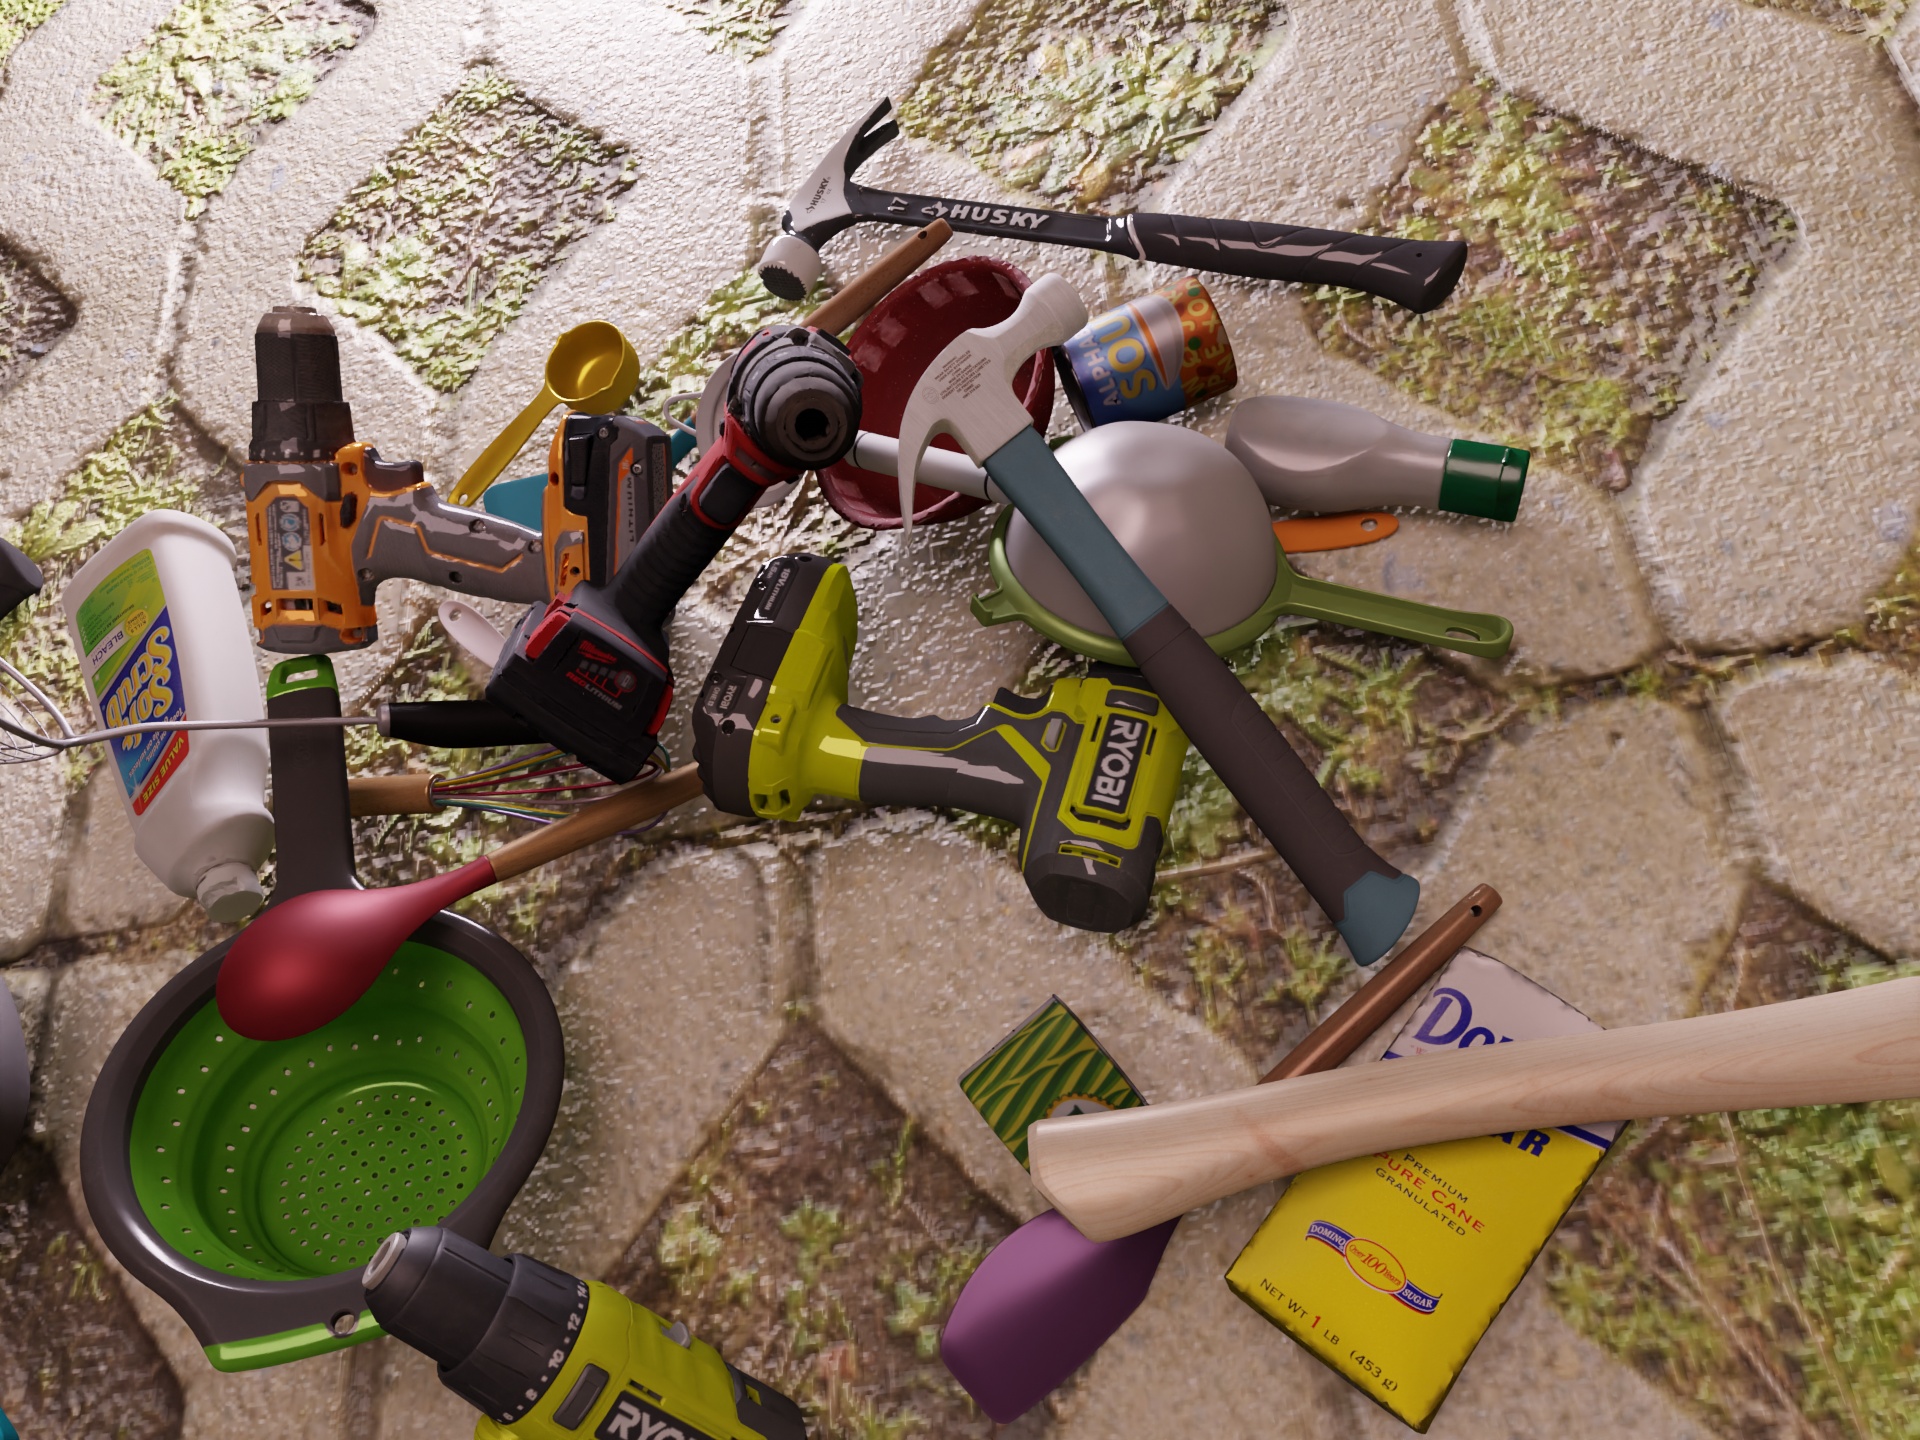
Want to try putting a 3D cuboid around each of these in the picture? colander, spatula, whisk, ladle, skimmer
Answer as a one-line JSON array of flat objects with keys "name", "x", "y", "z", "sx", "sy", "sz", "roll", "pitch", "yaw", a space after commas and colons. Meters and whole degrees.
[{"name": "colander", "x": -0.306, "y": 0.132, "z": 0.786, "sx": 0.204, "sy": 0.094, "sz": 0.398, "roll": -12, "pitch": 50, "yaw": -13}, {"name": "spatula", "x": -0.136, "y": -0.188, "z": 0.914, "sx": 0.317, "sy": 0.044, "sz": 0.082, "roll": -36, "pitch": 61, "yaw": 12}, {"name": "whisk", "x": -0.263, "y": 0.034, "z": 0.857, "sx": 0.245, "sy": 0.047, "sz": 0.051, "roll": -4, "pitch": 66, "yaw": 17}, {"name": "spatula", "x": 0.118, "y": 0.177, "z": 0.690, "sx": 0.316, "sy": 0.018, "sz": 0.060, "roll": -40, "pitch": 80, "yaw": -8}, {"name": "ladle", "x": -0.203, "y": 0.063, "z": 0.773, "sx": 0.315, "sy": 0.031, "sz": 0.069, "roll": -25, "pitch": 59, "yaw": -25}, {"name": "skimmer", "x": -0.351, "y": -0.028, "z": 0.791, "sx": 0.363, "sy": 0.127, "sz": 0.090, "roll": -1, "pitch": 100, "yaw": -23}]

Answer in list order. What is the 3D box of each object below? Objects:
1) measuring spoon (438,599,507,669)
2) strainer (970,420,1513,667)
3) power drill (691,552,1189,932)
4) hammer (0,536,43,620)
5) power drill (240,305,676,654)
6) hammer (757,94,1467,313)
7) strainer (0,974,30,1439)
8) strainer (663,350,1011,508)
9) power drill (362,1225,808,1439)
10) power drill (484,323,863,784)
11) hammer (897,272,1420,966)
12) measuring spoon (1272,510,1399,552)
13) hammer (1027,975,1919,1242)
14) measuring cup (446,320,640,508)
[{"name": "measuring spoon", "x": -0.264, "y": -0.036, "z": 0.913, "sx": 0.034, "sy": 0.018, "sz": 0.124, "roll": -47, "pitch": 55, "yaw": -11}, {"name": "strainer", "x": 0.140, "y": -0.086, "z": 0.762, "sx": 0.256, "sy": 0.069, "sz": 0.152, "roll": 15, "pitch": 47, "yaw": 12}, {"name": "power drill", "x": -0.001, "y": -0.002, "z": 0.773, "sx": 0.223, "sy": 0.080, "sz": 0.171, "roll": 13, "pitch": 56, "yaw": 10}, {"name": "hammer", "x": -0.686, "y": 0.027, "z": 0.981, "sx": 0.146, "sy": 0.035, "sz": 0.335, "roll": 20, "pitch": 70, "yaw": 23}, {"name": "power drill", "x": -0.274, "y": -0.129, "z": 0.859, "sx": 0.226, "sy": 0.084, "sz": 0.185, "roll": 0, "pitch": 100, "yaw": 1}, {"name": "hammer", "x": 0.086, "y": -0.289, "z": 0.934, "sx": 0.409, "sy": 0.036, "sz": 0.149, "roll": 13, "pitch": 67, "yaw": 21}, {"name": "strainer", "x": -0.519, "y": 0.237, "z": 0.794, "sx": 0.211, "sy": 0.095, "sz": 0.341, "roll": -44, "pitch": 63, "yaw": -6}, {"name": "strainer", "x": -0.056, "y": -0.141, "z": 0.831, "sx": 0.259, "sy": 0.050, "sz": 0.087, "roll": 20, "pitch": 107, "yaw": 38}, {"name": "power drill", "x": -0.194, "y": 0.326, "z": 0.619, "sx": 0.228, "sy": 0.190, "sz": 0.080, "roll": -56, "pitch": 19, "yaw": -11}, {"name": "power drill", "x": -0.123, "y": -0.084, "z": 0.740, "sx": 0.226, "sy": 0.080, "sz": 0.188, "roll": -52, "pitch": 18, "yaw": 8}, {"name": "hammer", "x": 0.092, "y": -0.034, "z": 0.709, "sx": 0.128, "sy": 0.033, "sz": 0.331, "roll": -38, "pitch": 88, "yaw": -4}, {"name": "measuring spoon", "x": 0.167, "y": -0.097, "z": 0.824, "sx": 0.117, "sy": 0.011, "sz": 0.021, "roll": -5, "pitch": 62, "yaw": 13}, {"name": "hammer", "x": 0.229, "y": 0.133, "z": 0.624, "sx": 0.410, "sy": 0.038, "sz": 0.146, "roll": -10, "pitch": 61, "yaw": 6}, {"name": "measuring cup", "x": -0.258, "y": -0.179, "z": 0.982, "sx": 0.156, "sy": 0.029, "sz": 0.062, "roll": -47, "pitch": 61, "yaw": 3}]
